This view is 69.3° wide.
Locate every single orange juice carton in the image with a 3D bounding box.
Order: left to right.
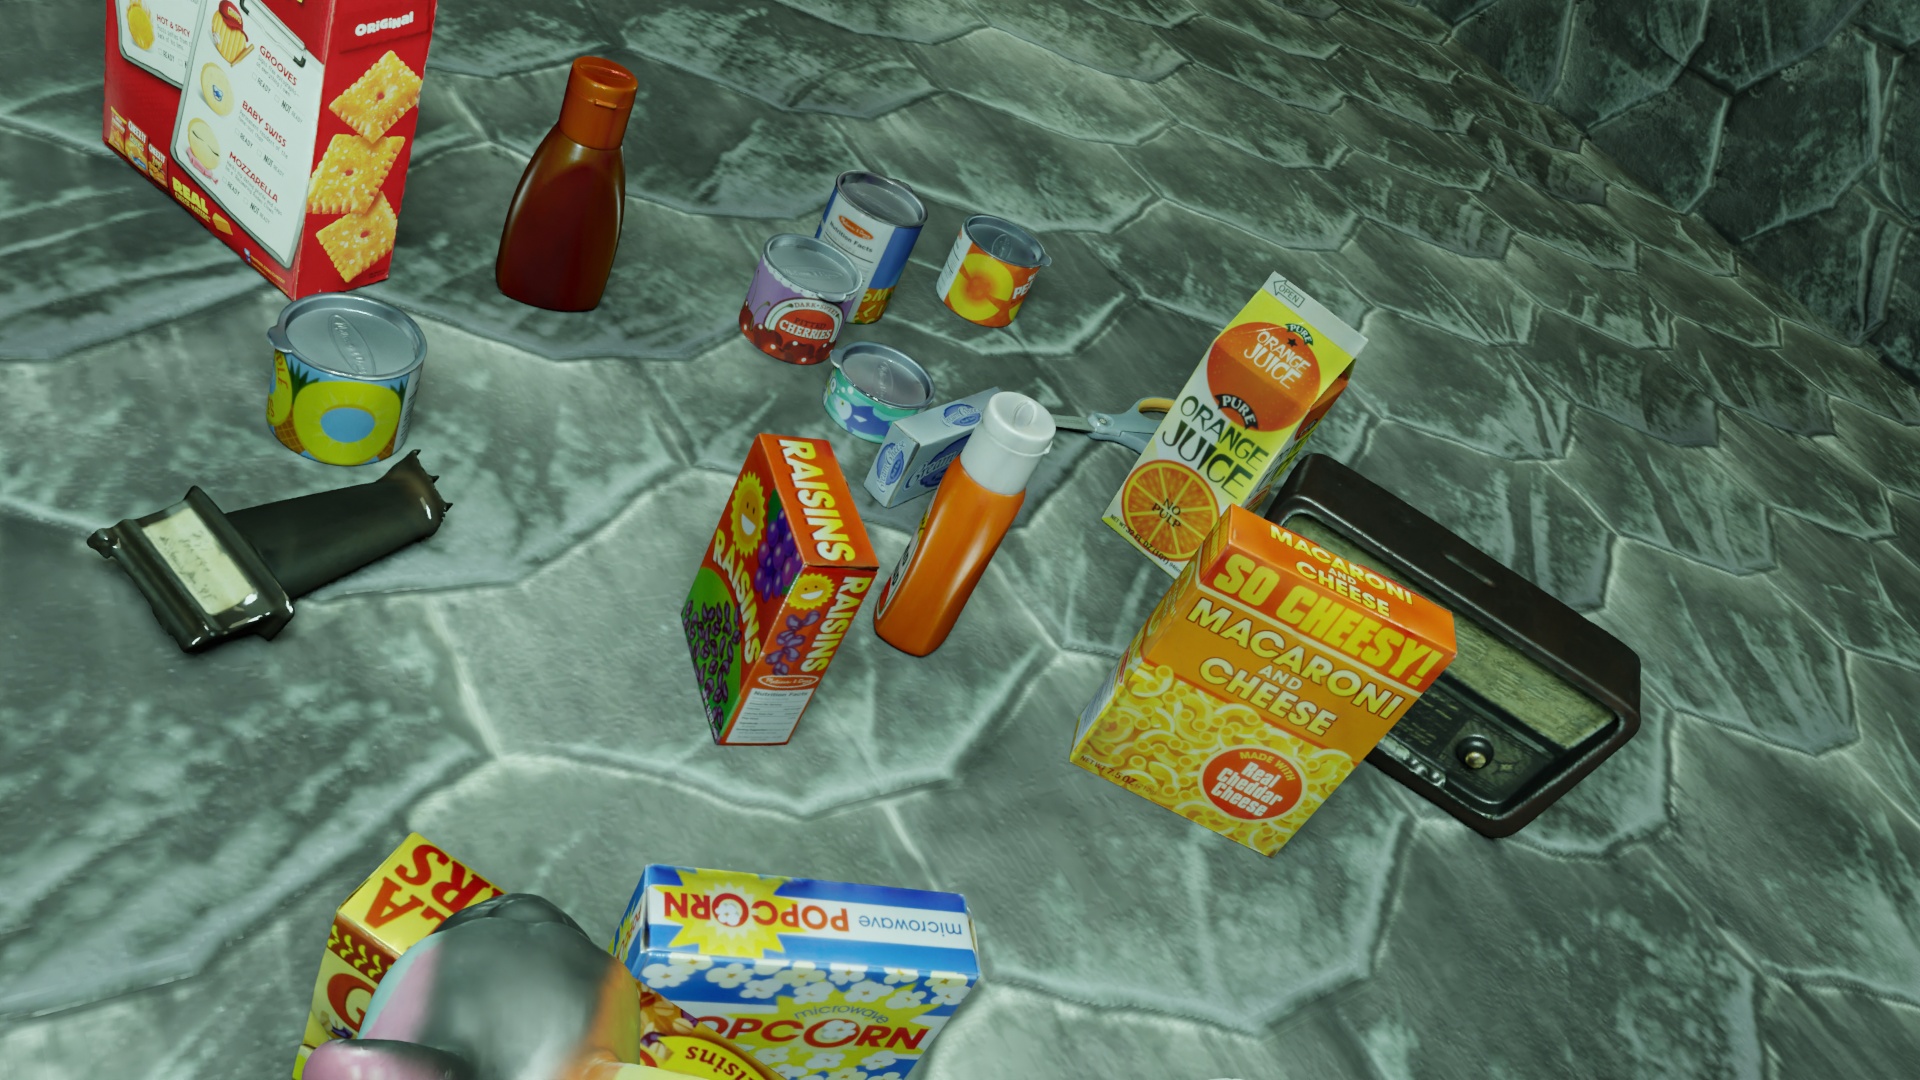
[{"bbox_3d":[0.174,-0.071,0.870,0.072,0.191,0.073,40,37,15],"label":"orange juice carton"}]

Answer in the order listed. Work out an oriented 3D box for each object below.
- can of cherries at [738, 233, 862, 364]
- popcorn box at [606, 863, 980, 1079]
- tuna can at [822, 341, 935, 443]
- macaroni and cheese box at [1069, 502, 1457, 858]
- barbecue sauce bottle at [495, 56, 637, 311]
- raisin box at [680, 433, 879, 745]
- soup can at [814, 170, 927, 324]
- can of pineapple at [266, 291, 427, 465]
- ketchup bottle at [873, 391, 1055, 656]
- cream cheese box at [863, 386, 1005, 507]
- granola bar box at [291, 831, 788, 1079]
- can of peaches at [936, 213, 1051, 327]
[{"bbox_3d":[-0.104,-0.154,0.898,0.071,0.058,0.072,18,37,-15],"label":"can of cherries"},{"bbox_3d":[-0.067,0.165,0.516,0.127,0.084,0.038,12,39,-22],"label":"popcorn box"},{"bbox_3d":[-0.055,-0.094,0.880,0.071,0.032,0.071,18,37,-14],"label":"tuna can"},{"bbox_3d":[0.147,0.074,0.700,0.124,0.165,0.040,26,36,-4],"label":"macaroni and cheese box"},{"bbox_3d":[-0.223,-0.203,0.801,0.065,0.147,0.044,7,42,-28],"label":"barbecue sauce bottle"},{"bbox_3d":[-0.086,0.024,0.640,0.040,0.122,0.086,5,43,-30],"label":"raisin box"},{"bbox_3d":[-0.067,-0.203,0.959,0.071,0.083,0.072,18,37,-15],"label":"soup can"},{"bbox_3d":[-0.301,-0.079,0.676,0.071,0.057,0.071,18,37,-15],"label":"can of pineapple"},{"bbox_3d":[0.003,-0.009,0.718,0.043,0.148,0.065,28,36,-2],"label":"ketchup bottle"},{"bbox_3d":[-0.010,-0.058,0.849,0.024,0.053,0.104,43,38,18],"label":"cream cheese box"},{"bbox_3d":[-0.123,0.181,0.427,0.165,0.123,0.039,32,36,4],"label":"granola bar box"},{"bbox_3d":[0.024,-0.200,1.039,0.071,0.057,0.071,18,37,-15],"label":"can of peaches"}]
